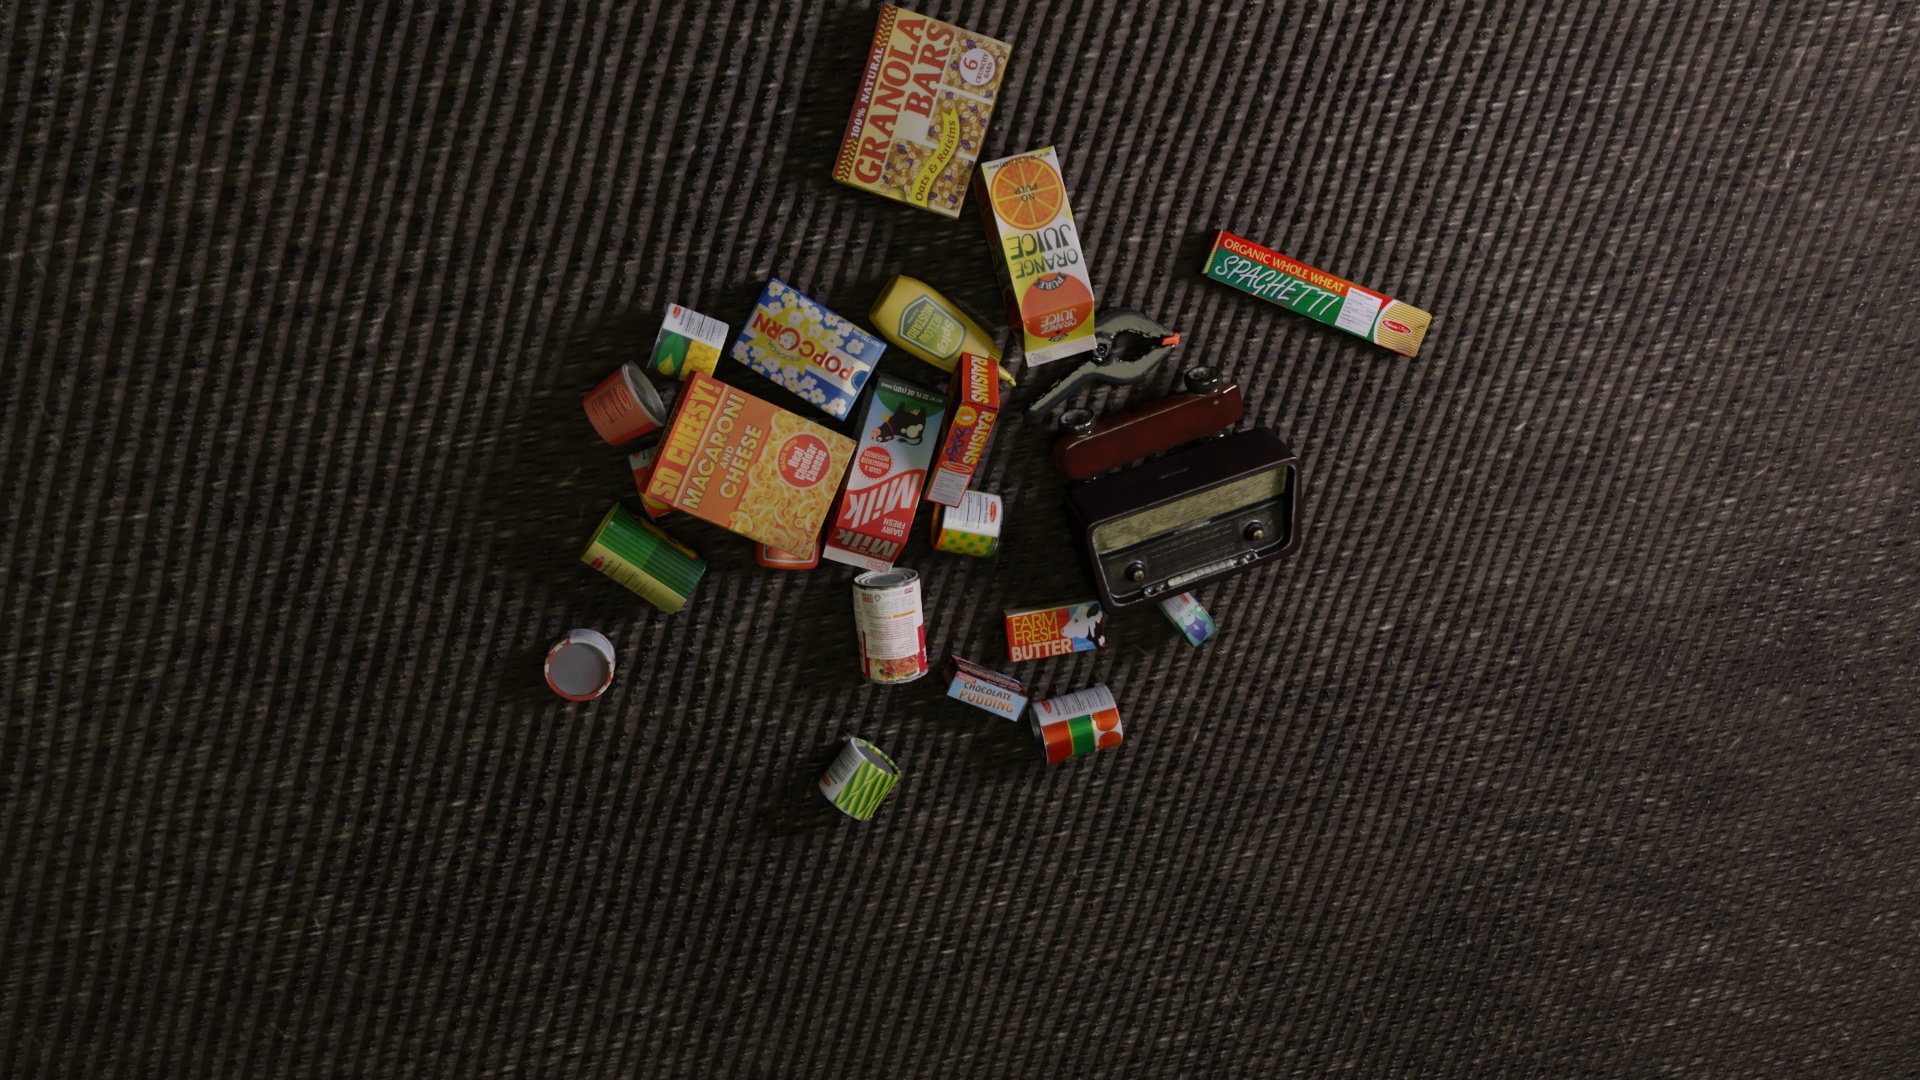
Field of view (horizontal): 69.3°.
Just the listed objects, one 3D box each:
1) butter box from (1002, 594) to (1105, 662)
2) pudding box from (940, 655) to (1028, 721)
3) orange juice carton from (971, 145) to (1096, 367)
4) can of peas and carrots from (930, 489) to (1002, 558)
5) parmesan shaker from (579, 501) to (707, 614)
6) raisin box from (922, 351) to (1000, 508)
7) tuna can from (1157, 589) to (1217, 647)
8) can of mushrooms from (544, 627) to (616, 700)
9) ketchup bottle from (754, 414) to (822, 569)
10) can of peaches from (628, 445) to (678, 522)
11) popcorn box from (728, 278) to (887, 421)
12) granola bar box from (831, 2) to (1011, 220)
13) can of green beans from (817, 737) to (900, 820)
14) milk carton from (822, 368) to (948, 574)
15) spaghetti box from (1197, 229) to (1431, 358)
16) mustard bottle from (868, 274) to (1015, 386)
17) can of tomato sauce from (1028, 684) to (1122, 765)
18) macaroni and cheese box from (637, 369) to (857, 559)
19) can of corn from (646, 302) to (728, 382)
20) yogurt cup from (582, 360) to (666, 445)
[{"bbox_3d":[0.097,0.092,1.448,0.104,0.024,0.053,-9,104,-8],"label":"butter box"},{"bbox_3d":[0.024,0.153,1.436,0.084,0.050,0.030,23,100,-14],"label":"pudding box"},{"bbox_3d":[0.072,-0.266,1.315,0.072,0.073,0.192,-16,94,-6],"label":"orange juice carton"},{"bbox_3d":[0.005,-0.017,1.385,0.059,0.071,0.070,9,102,-12],"label":"can of peas and carrots"},{"bbox_3d":[-0.305,0.018,1.339,0.103,0.071,0.071,34,95,-17],"label":"parmesan shaker"},{"bbox_3d":[0.000,-0.105,1.328,0.040,0.086,0.122,14,128,-11],"label":"raisin box"},{"bbox_3d":[0.236,0.079,1.449,0.033,0.071,0.071,-38,107,1],"label":"tuna can"},{"bbox_3d":[-0.375,0.124,1.366,0.071,0.033,0.071,-3,104,-10],"label":"can of mushrooms"},{"bbox_3d":[-0.164,-0.048,1.358,0.065,0.043,0.148,4,102,-14],"label":"ketchup bottle"},{"bbox_3d":[-0.277,-0.058,1.324,0.058,0.071,0.071,-20,106,-5],"label":"can of peaches"},{"bbox_3d":[-0.144,-0.182,1.321,0.127,0.038,0.085,30,96,-3],"label":"popcorn box"},{"bbox_3d":[-0.036,-0.396,1.290,0.124,0.039,0.165,17,100,-2],"label":"granola bar box"},{"bbox_3d":[-0.103,0.244,1.426,0.071,0.071,0.058,36,95,-16],"label":"can of green beans"},{"bbox_3d":[-0.076,-0.064,1.354,0.072,0.073,0.190,15,100,-12],"label":"milk carton"},{"bbox_3d":[0.360,-0.251,1.411,0.250,0.029,0.050,18,100,-14],"label":"spaghetti box"},{"bbox_3d":[-0.009,-0.195,1.348,0.160,0.049,0.065,30,99,-15],"label":"mustard bottle"},{"bbox_3d":[0.120,0.194,1.455,0.083,0.071,0.071,-14,105,-7],"label":"can of tomato sauce"},{"bbox_3d":[-0.197,-0.069,1.291,0.166,0.040,0.123,23,90,-25],"label":"macaroni and cheese box"},{"bbox_3d":[-0.256,-0.180,1.300,0.058,0.071,0.071,19,99,-14],"label":"can of corn"},{"bbox_3d":[-0.316,-0.125,1.303,0.054,0.072,0.072,-29,107,7],"label":"yogurt cup"}]
